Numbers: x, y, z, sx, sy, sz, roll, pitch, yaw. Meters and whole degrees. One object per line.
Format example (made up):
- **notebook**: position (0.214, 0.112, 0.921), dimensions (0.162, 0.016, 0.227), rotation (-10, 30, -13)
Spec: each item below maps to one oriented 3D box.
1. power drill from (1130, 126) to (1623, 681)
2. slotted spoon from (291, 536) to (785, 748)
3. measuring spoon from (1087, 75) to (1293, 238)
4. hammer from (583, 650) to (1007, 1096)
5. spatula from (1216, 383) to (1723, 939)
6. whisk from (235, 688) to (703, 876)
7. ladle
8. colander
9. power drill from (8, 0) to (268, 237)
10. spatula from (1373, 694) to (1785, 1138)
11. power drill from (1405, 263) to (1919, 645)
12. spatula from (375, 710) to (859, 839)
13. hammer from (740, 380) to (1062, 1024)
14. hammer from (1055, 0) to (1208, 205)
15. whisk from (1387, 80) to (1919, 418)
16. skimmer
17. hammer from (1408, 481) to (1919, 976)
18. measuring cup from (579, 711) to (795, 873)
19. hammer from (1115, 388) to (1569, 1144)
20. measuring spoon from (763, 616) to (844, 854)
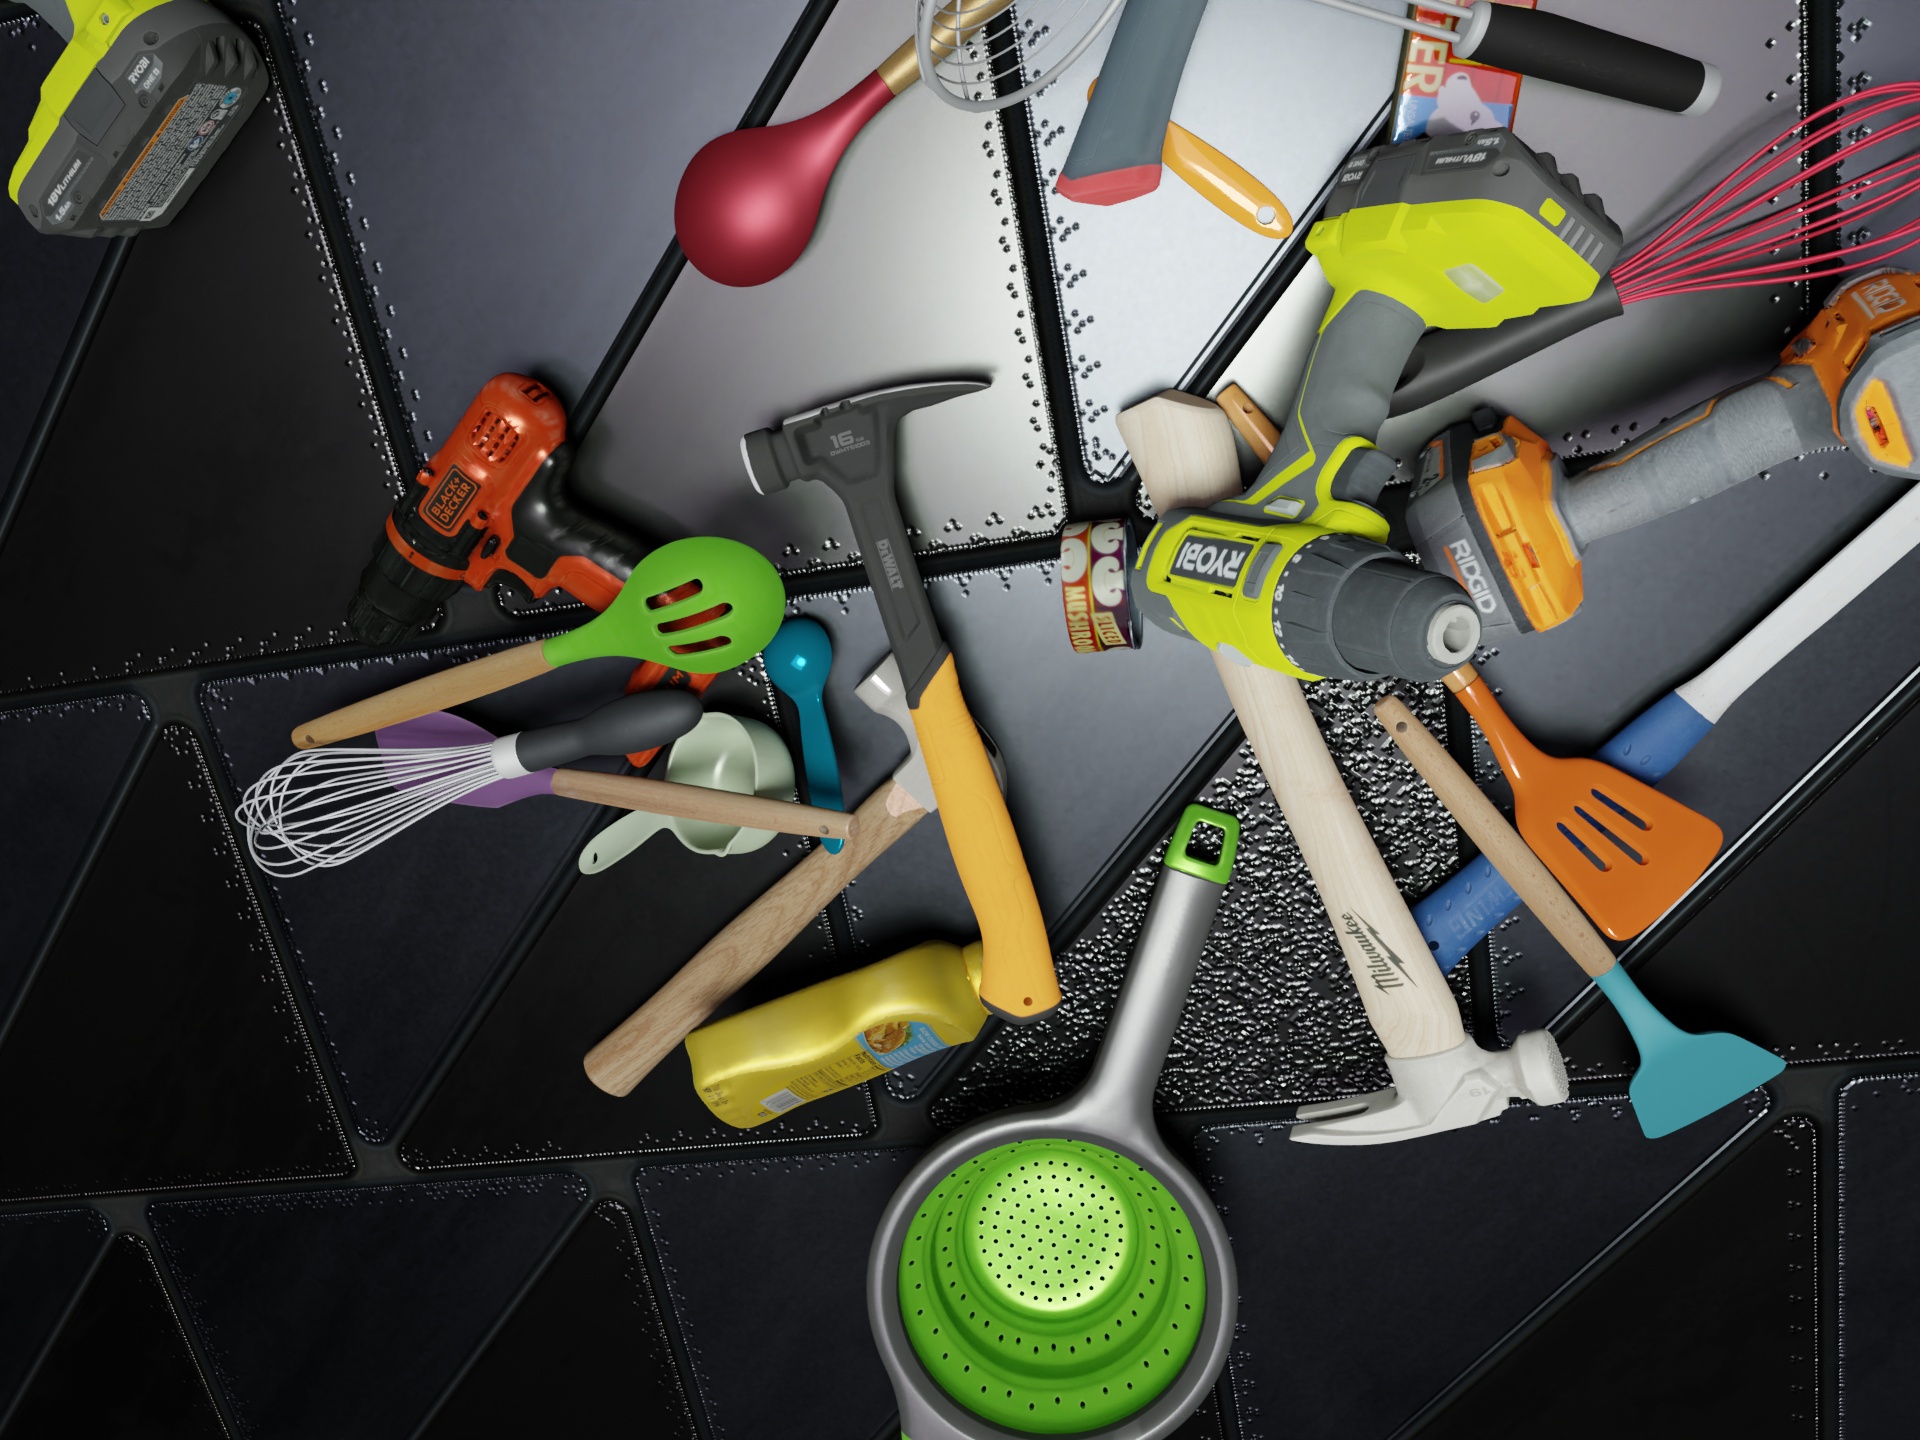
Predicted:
- **power drill**: position (0.179, -0.123, 0.667), dimensions (0.080, 0.191, 0.228), rotation (26, 90, -27)
- **slotted spoon**: position (-0.229, -0.026, 0.818), dimensions (0.314, 0.031, 0.070), rotation (-15, 115, 24)
- **measuring spoon**: position (0.108, -0.261, 0.741), dimensions (0.117, 0.011, 0.021), rotation (35, 112, -6)
- **hammer**: position (-0.102, 0.113, 0.907), dimensions (0.130, 0.031, 0.331), rotation (43, 111, -8)
- **spatula**: position (0.234, -0.039, 0.768), dimensions (0.081, 0.041, 0.322), rotation (-40, 90, -13)
- **whisk**: position (-0.263, 0.025, 0.840), dimensions (0.284, 0.070, 0.070), rotation (-15, 108, 16)
- **ladle**: position (-0.013, -0.310, 0.734), dimensions (0.315, 0.031, 0.069), rotation (-35, 102, 17)
- **colander**: position (0.078, 0.234, 0.907), dimensions (0.204, 0.094, 0.397), rotation (18, 95, 2)
- **power drill**: position (-0.464, -0.348, 0.762), dimensions (0.171, 0.080, 0.223), rotation (-42, 96, 20)
- **spatula**: position (0.308, 0.103, 0.810), dimensions (0.082, 0.044, 0.317), rotation (-37, 103, 20)
- **power drill**: position (0.321, -0.125, 0.699), dimensions (0.226, 0.164, 0.084), rotation (-22, 107, 29)
- **spatula**: position (-0.195, 0.034, 0.852), dimensions (0.316, 0.018, 0.059), rotation (8, 118, 25)
- **hammer**: position (-0.001, -0.003, 0.815), dimensions (0.127, 0.034, 0.336), rotation (-16, 101, 5)
- **hammer**: position (0.114, -0.403, 0.645), dimensions (0.143, 0.038, 0.386), rotation (35, 118, 21)
- **whisk**: position (0.312, -0.201, 0.711), dimensions (0.296, 0.073, 0.073), rotation (-21, 107, 22)
- **skimmer**: position (0.157, -0.271, 0.629), dimensions (0.363, 0.090, 0.127), rotation (7, 143, -17)
- **hammer**: position (0.376, -0.010, 0.786), dimensions (0.144, 0.035, 0.405), rotation (40, 111, -7)
- **measuring cup**: position (-0.154, 0.053, 0.888), dimensions (0.167, 0.038, 0.083), rotation (-30, 65, 37)
- **hammer**: position (0.166, 0.031, 0.813), dimensions (0.146, 0.038, 0.410), rotation (-20, 100, 26)
- **measuring spoon**: position (-0.082, 0.008, 0.839), dimensions (0.042, 0.021, 0.129), rotation (-16, 82, 33)
